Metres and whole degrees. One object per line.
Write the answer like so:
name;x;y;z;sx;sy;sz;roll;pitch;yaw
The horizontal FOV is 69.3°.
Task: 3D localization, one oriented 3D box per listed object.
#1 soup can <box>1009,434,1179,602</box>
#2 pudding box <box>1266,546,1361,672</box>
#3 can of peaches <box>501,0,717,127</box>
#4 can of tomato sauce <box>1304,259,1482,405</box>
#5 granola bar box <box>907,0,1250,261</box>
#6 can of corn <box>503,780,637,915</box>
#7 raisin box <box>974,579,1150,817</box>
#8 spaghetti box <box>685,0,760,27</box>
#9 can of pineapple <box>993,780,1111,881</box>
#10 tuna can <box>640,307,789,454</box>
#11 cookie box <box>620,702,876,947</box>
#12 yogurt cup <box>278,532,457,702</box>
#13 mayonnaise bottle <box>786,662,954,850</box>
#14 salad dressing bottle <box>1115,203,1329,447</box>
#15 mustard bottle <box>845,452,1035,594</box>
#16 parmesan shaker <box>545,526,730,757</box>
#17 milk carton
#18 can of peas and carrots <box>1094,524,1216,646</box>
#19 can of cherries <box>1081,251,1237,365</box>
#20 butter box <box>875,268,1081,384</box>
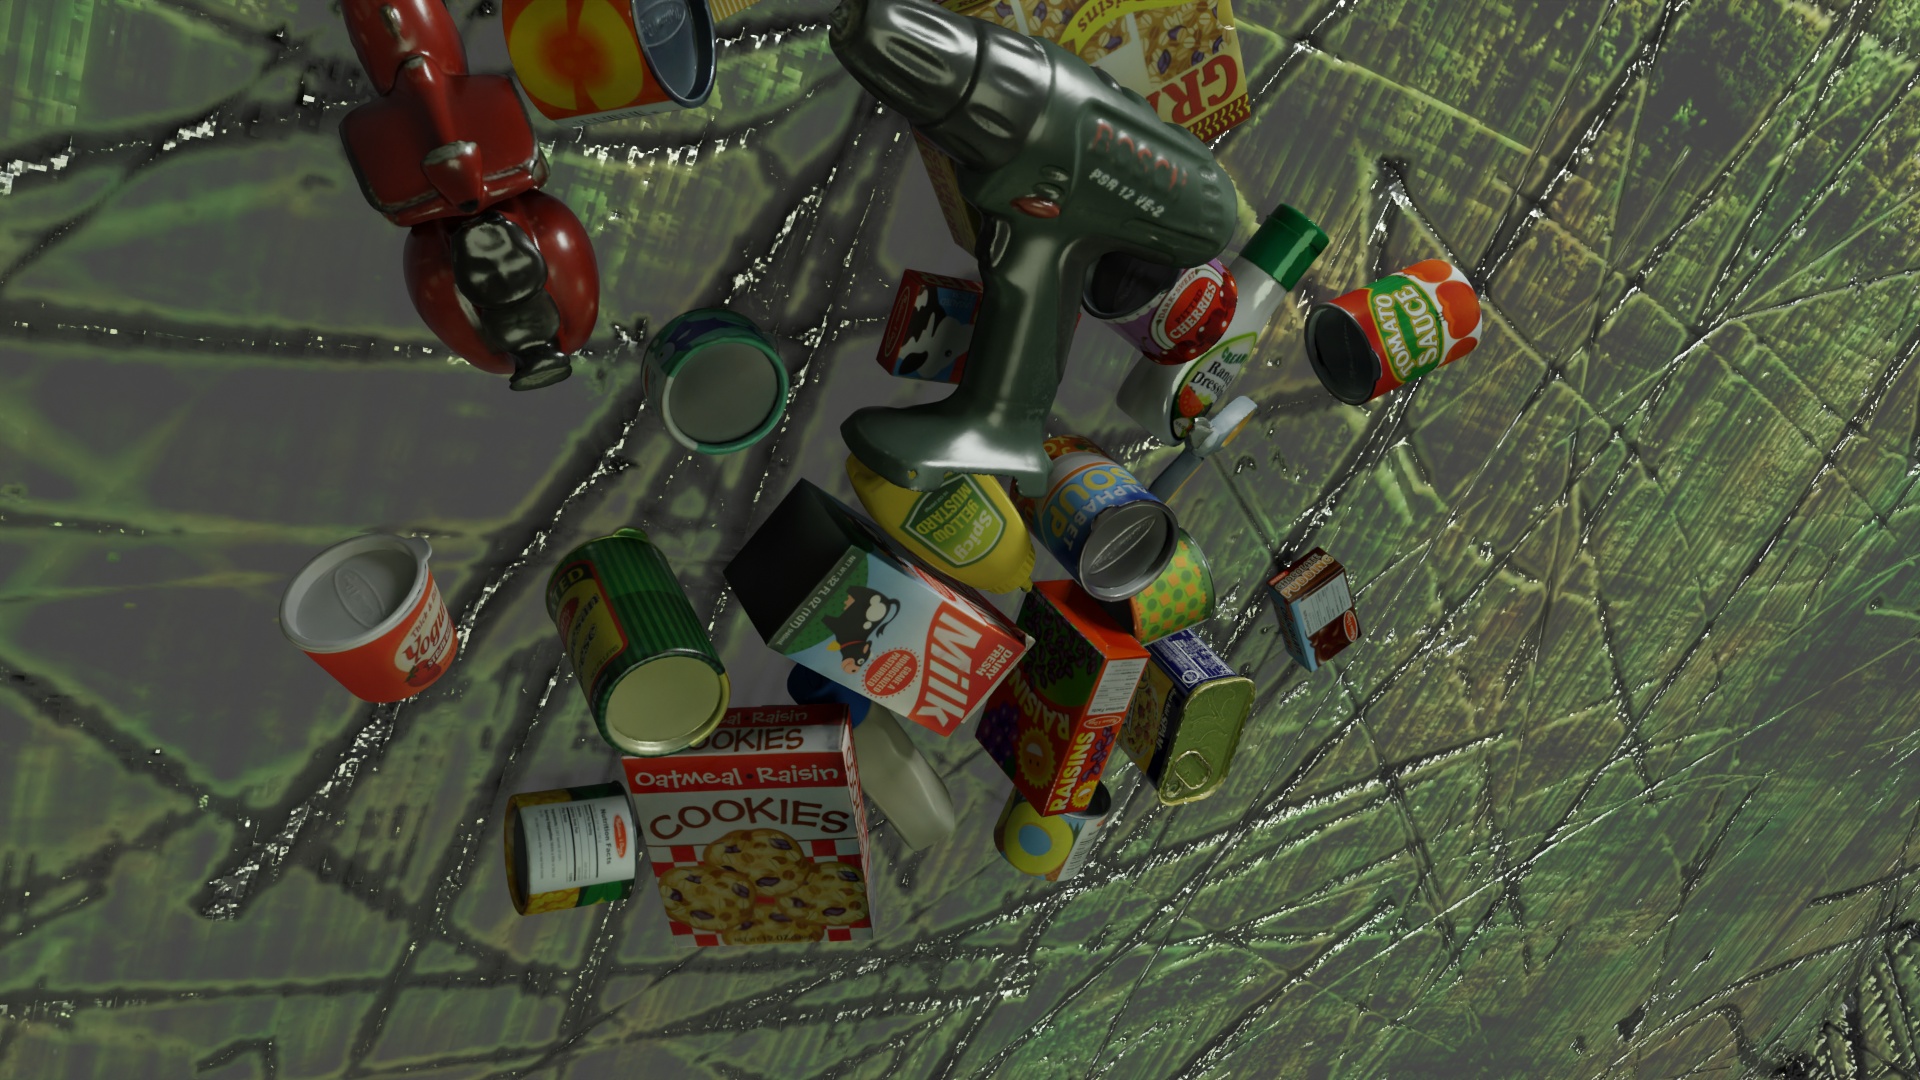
soup can;0.075;-0.016;0.801;0.071;0.084;0.071;-16;128;-22
pudding box;0.253;0.050;0.994;0.050;0.030;0.083;-35;133;-7
can of peaches;-0.137;-0.201;0.543;0.058;0.071;0.071;-4;134;18
can of tomato sauce;0.266;-0.128;0.850;0.083;0.071;0.070;-24;131;-16
granola bar box;0.056;-0.226;0.675;0.166;0.039;0.123;-32;132;-9
can of corn;-0.217;0.170;0.767;0.058;0.071;0.070;-2;122;-29
raisin box;0.061;0.098;0.871;0.040;0.086;0.122;-1;121;-36
spaghetti box;-0.126;-0.316;0.508;0.050;0.029;0.248;-31;132;-10
can of pineapple;0.061;0.189;0.950;0.071;0.071;0.057;5;118;-34
tuna can;-0.117;-0.078;0.676;0.071;0.033;0.070;-16;128;-21
cookie box;-0.118;0.168;0.810;0.123;0.040;0.166;-3;127;2
yogurt cup;-0.270;0.039;0.644;0.072;0.072;0.053;-27;139;-13
mayonnaise bottle;-0.054;0.124;0.838;0.041;0.065;0.147;-31;128;2
salad dressing bottle;0.151;-0.124;0.799;0.147;0.044;0.064;-53;148;10
mustard bottle;0.003;-0.010;0.786;0.065;0.049;0.160;-43;133;5
parmesan shaker;-0.161;0.049;0.689;0.071;0.103;0.071;-16;128;-21
milk carton;-0.034;0.048;0.787;0.072;0.074;0.190;-49;133;7
can of peas and carrots;0.117;0.028;0.872;0.059;0.071;0.070;-20;129;-18
can of cherries;0.108;-0.134;0.748;0.058;0.072;0.071;30;103;-41
butter box;0.010;-0.109;0.738;0.104;0.024;0.053;3;120;-32
